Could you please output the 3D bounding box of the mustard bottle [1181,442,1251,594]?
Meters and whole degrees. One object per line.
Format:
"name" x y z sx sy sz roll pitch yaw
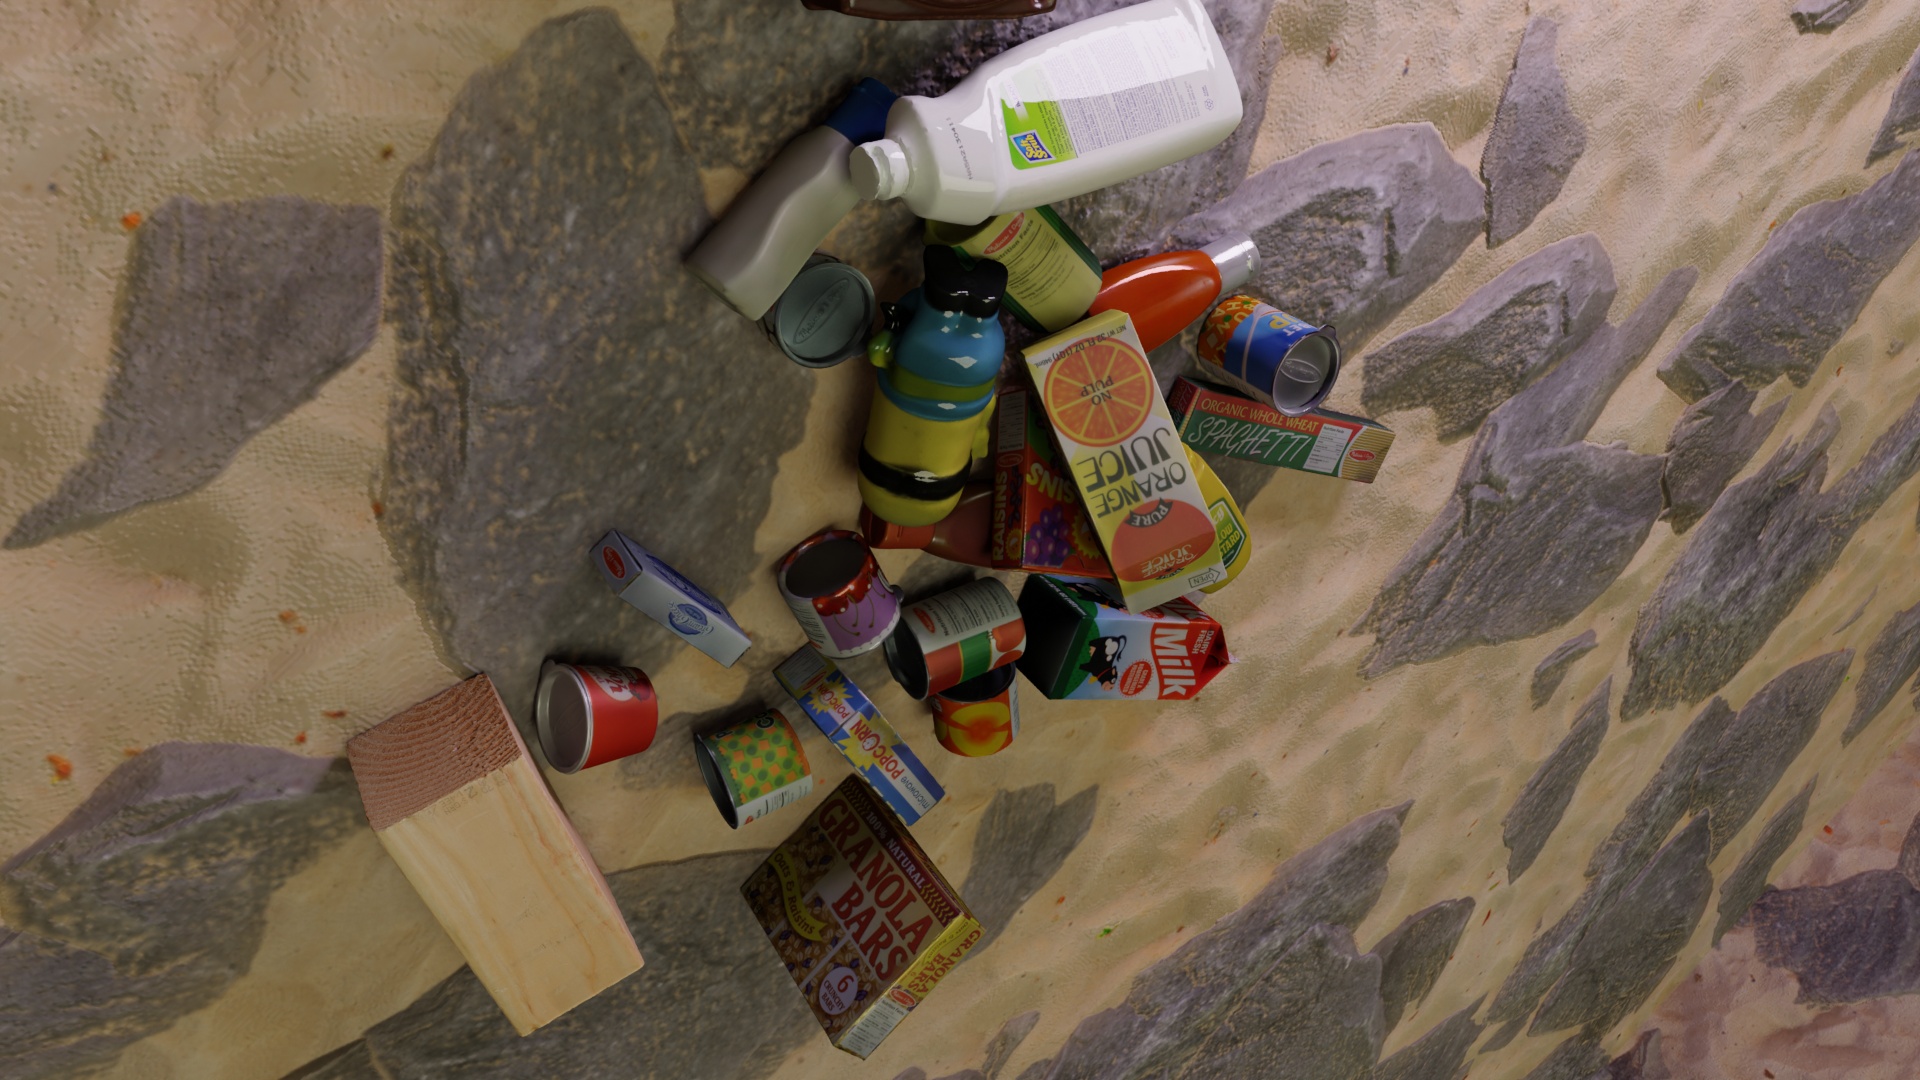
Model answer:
"mustard bottle" 0.167 -0.027 1.027 0.065 0.049 0.159 -43 133 -9

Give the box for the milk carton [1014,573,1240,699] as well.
"milk carton" 0.134 0.078 1.096 0.191 0.072 0.073 5 114 -38

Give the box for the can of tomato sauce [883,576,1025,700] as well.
"can of tomato sauce" -0.005 0.070 0.996 0.083 0.071 0.070 -20 127 -26

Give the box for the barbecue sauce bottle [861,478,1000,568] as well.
"barbecue sauce bottle" 0.003 -0.012 0.966 0.149 0.044 0.064 0 105 -35

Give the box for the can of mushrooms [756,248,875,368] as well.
"can of mushrooms" -0.086 -0.138 0.831 0.071 0.033 0.070 -18 125 -27

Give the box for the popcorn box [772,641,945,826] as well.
"popcorn box" -0.070 0.137 0.977 0.038 0.085 0.126 -41 133 -9

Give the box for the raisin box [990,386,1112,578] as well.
"raisin box" 0.068 -0.038 0.959 0.086 0.040 0.123 7 84 -35

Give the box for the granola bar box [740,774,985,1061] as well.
"granola bar box" -0.074 0.265 0.999 0.124 0.166 0.039 -45 132 -3

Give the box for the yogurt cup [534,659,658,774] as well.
"yogurt cup" -0.225 0.108 0.865 0.054 0.072 0.072 -2 118 -44

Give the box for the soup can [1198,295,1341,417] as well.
"soup can" 0.227 -0.139 1.020 0.071 0.084 0.071 -18 126 -26

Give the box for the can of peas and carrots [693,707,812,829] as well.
"can of peas and carrots" -0.142 0.153 0.951 0.059 0.071 0.070 -22 128 -23

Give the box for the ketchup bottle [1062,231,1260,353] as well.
"ketchup bottle" 0.141 -0.171 0.966 0.149 0.043 0.064 -28 123 -19

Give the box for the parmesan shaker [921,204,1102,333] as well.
"parmesan shaker" 0.033 -0.181 0.868 0.071 0.071 0.103 -51 134 2

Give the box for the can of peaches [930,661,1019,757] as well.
"can of peaches" 0.008 0.120 1.037 0.071 0.071 0.057 -23 129 -22

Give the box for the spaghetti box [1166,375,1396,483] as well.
"spaghetti box" 0.257 -0.086 1.112 0.250 0.029 0.050 7 113 -38

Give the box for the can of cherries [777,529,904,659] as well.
"can of cherries" -0.079 0.034 0.921 0.071 0.071 0.058 -36 131 -12

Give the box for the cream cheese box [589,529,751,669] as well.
"cream cheese box" -0.178 0.036 0.859 0.024 0.053 0.103 -47 134 1

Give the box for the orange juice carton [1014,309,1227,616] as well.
"orange juice carton" 0.107 -0.048 0.902 0.072 0.073 0.192 -24 102 2

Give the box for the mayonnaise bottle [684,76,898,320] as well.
"mayonnaise bottle" -0.088 -0.193 0.778 0.148 0.065 0.041 -49 133 -4
